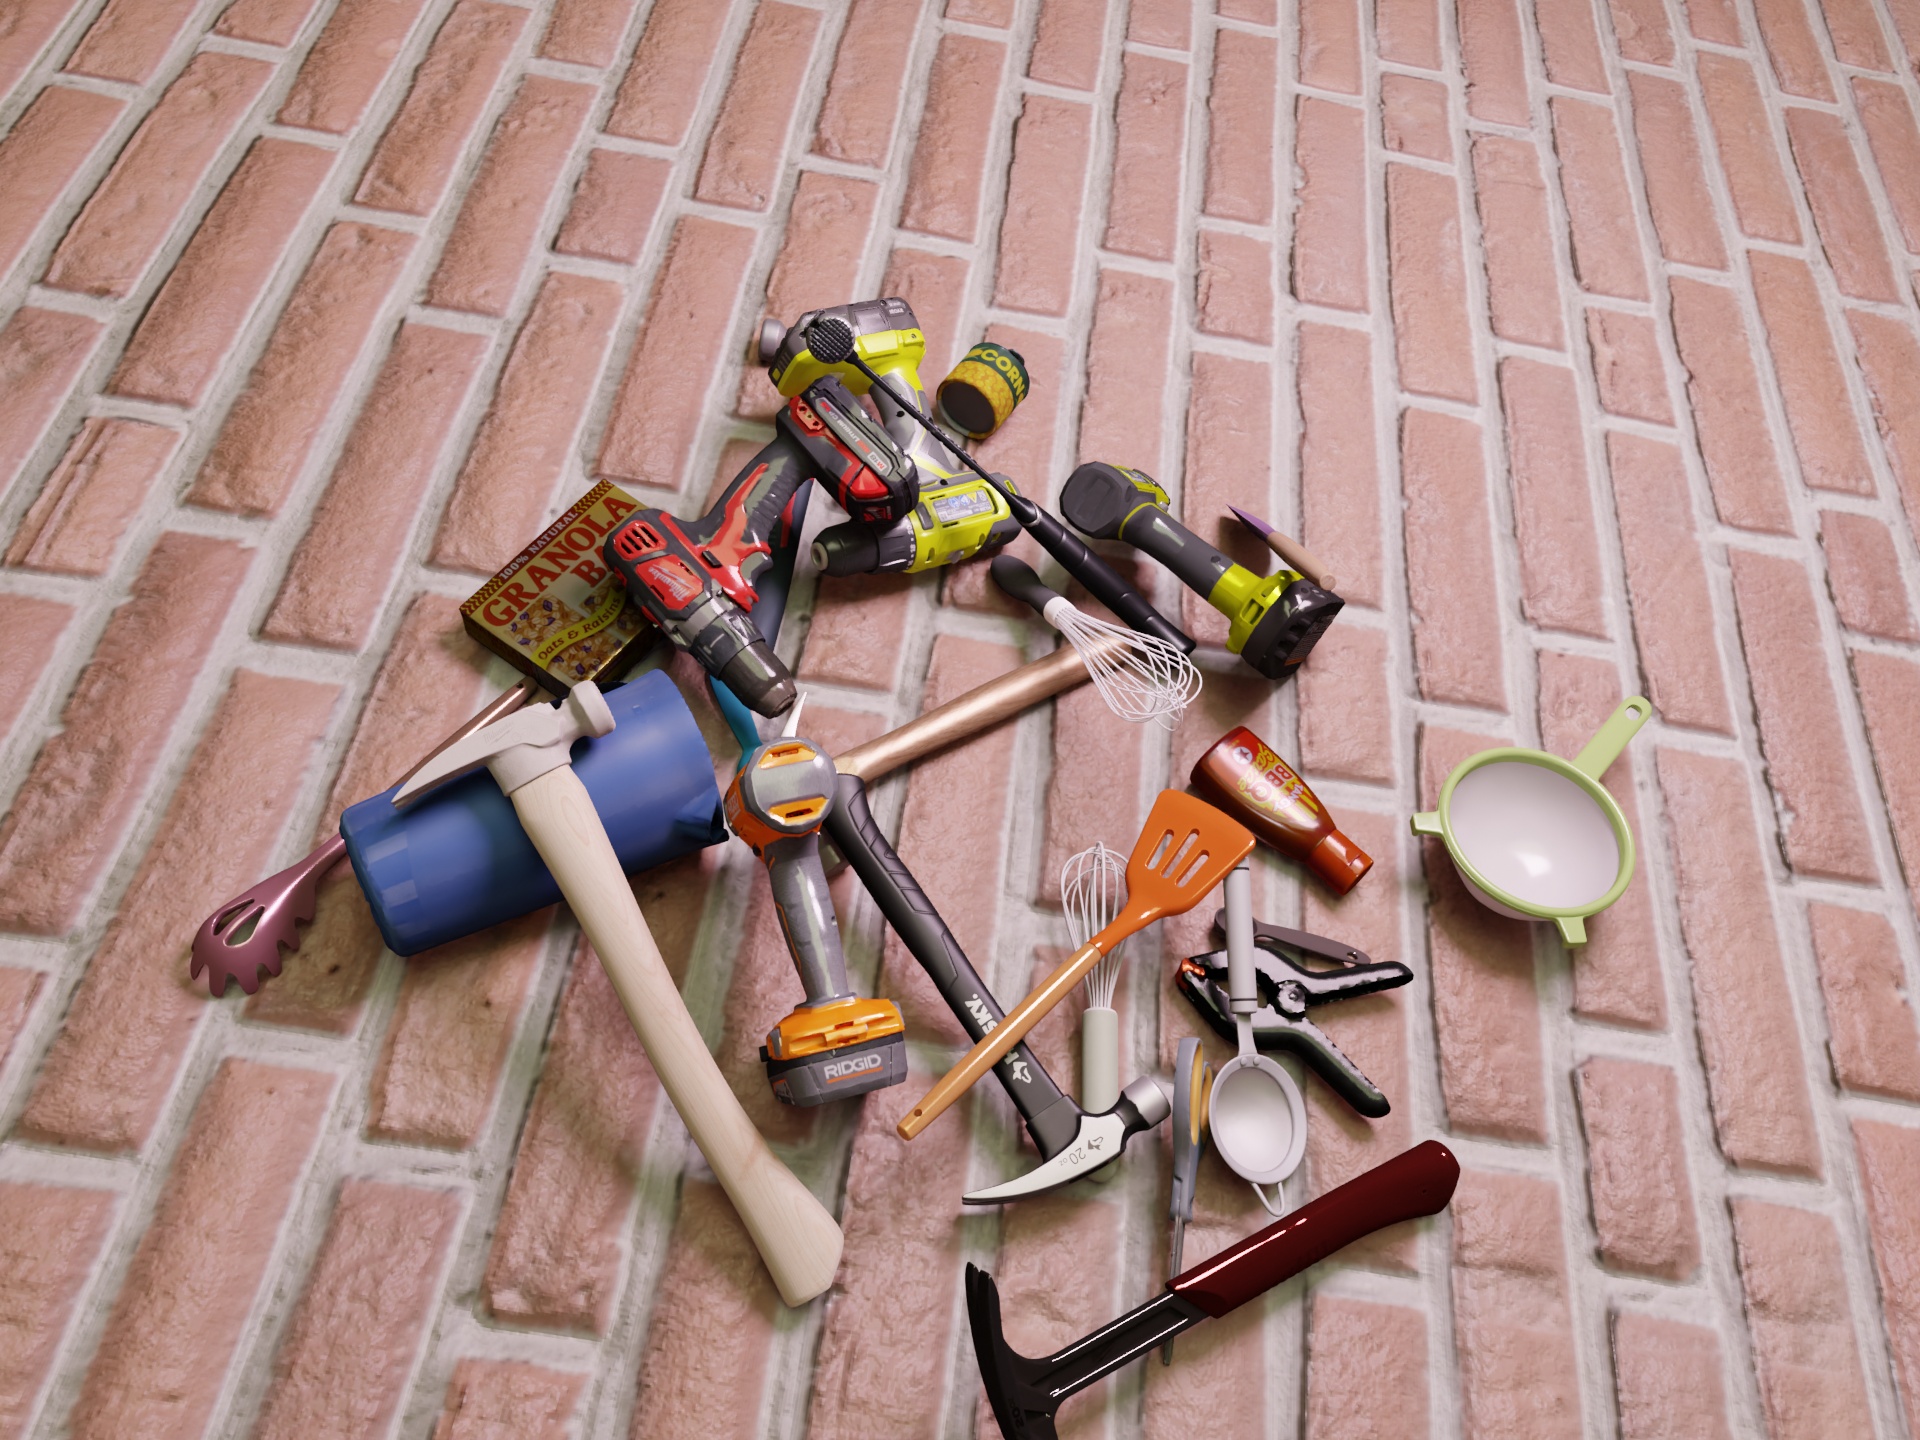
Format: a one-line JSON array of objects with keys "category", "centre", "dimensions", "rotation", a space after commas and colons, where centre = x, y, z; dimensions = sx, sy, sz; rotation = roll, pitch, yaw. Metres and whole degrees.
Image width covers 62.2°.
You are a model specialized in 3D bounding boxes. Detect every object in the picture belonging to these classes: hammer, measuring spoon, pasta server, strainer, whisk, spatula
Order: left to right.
[{"category": "pasta server", "centre": [-0.414, 0.070, 1.131], "dimensions": [0.060, 0.040, 0.316], "rotation": [32, 53, 13]}, {"category": "hammer", "centre": [-0.202, 0.183, 1.002], "dimensions": [0.146, 0.038, 0.411], "rotation": [-28, 84, -15]}, {"category": "measuring spoon", "centre": [-0.166, 0.000, 1.220], "dimensions": [0.042, 0.021, 0.129], "rotation": [-18, 62, -20]}, {"category": "hammer", "centre": [-0.129, -0.194, 1.352], "dimensions": [0.143, 0.038, 0.387], "rotation": [10, 55, -4]}, {"category": "hammer", "centre": [-0.014, 0.171, 1.085], "dimensions": [0.146, 0.035, 0.335], "rotation": [-31, 69, -14]}, {"category": "hammer", "centre": [-0.002, -0.004, 1.238], "dimensions": [0.331, 0.031, 0.130], "rotation": [-26, 75, -27]}, {"category": "hammer", "centre": [0.036, -0.177, 1.260], "dimensions": [0.408, 0.149, 0.036], "rotation": [40, 97, -15]}, {"category": "spatula", "centre": [0.072, 0.161, 1.051], "dimensions": [0.081, 0.041, 0.322], "rotation": [31, 53, 30]}, {"category": "whisk", "centre": [0.094, -0.070, 1.242], "dimensions": [0.070, 0.070, 0.285], "rotation": [-18, 33, -20]}, {"category": "whisk", "centre": [0.097, 0.199, 1.114], "dimensions": [0.058, 0.059, 0.247], "rotation": [4, 60, -3]}, {"category": "hammer", "centre": [0.172, 0.341, 1.002], "dimensions": [0.359, 0.037, 0.149], "rotation": [-19, 96, -26]}, {"category": "strainer", "centre": [0.194, 0.204, 1.091], "dimensions": [0.086, 0.050, 0.258], "rotation": [7, 75, -32]}, {"category": "spatula", "centre": [0.259, -0.138, 1.272], "dimensions": [0.059, 0.018, 0.316], "rotation": [34, 12, -9]}, {"category": "measuring spoon", "centre": [0.245, 0.167, 1.181], "dimensions": [0.124, 0.018, 0.034], "rotation": [16, 31, -6]}, {"category": "strainer", "centre": [0.467, 0.070, 1.249], "dimensions": [0.151, 0.069, 0.256], "rotation": [39, 58, 19]}]

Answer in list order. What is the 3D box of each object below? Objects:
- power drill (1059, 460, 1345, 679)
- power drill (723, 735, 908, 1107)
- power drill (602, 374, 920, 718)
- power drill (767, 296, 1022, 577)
[{"category": "power drill", "centre": [0.200, -0.132, 1.311], "dimensions": [0.223, 0.080, 0.171], "rotation": [39, 18, 15]}, {"category": "power drill", "centre": [-0.106, 0.133, 1.054], "dimensions": [0.084, 0.164, 0.226], "rotation": [-11, 82, -17]}, {"category": "power drill", "centre": [-0.134, -0.129, 1.208], "dimensions": [0.227, 0.080, 0.188], "rotation": [-41, 81, -8]}, {"category": "power drill", "centre": [-0.070, -0.228, 1.325], "dimensions": [0.190, 0.080, 0.229], "rotation": [-18, 78, -30]}]
